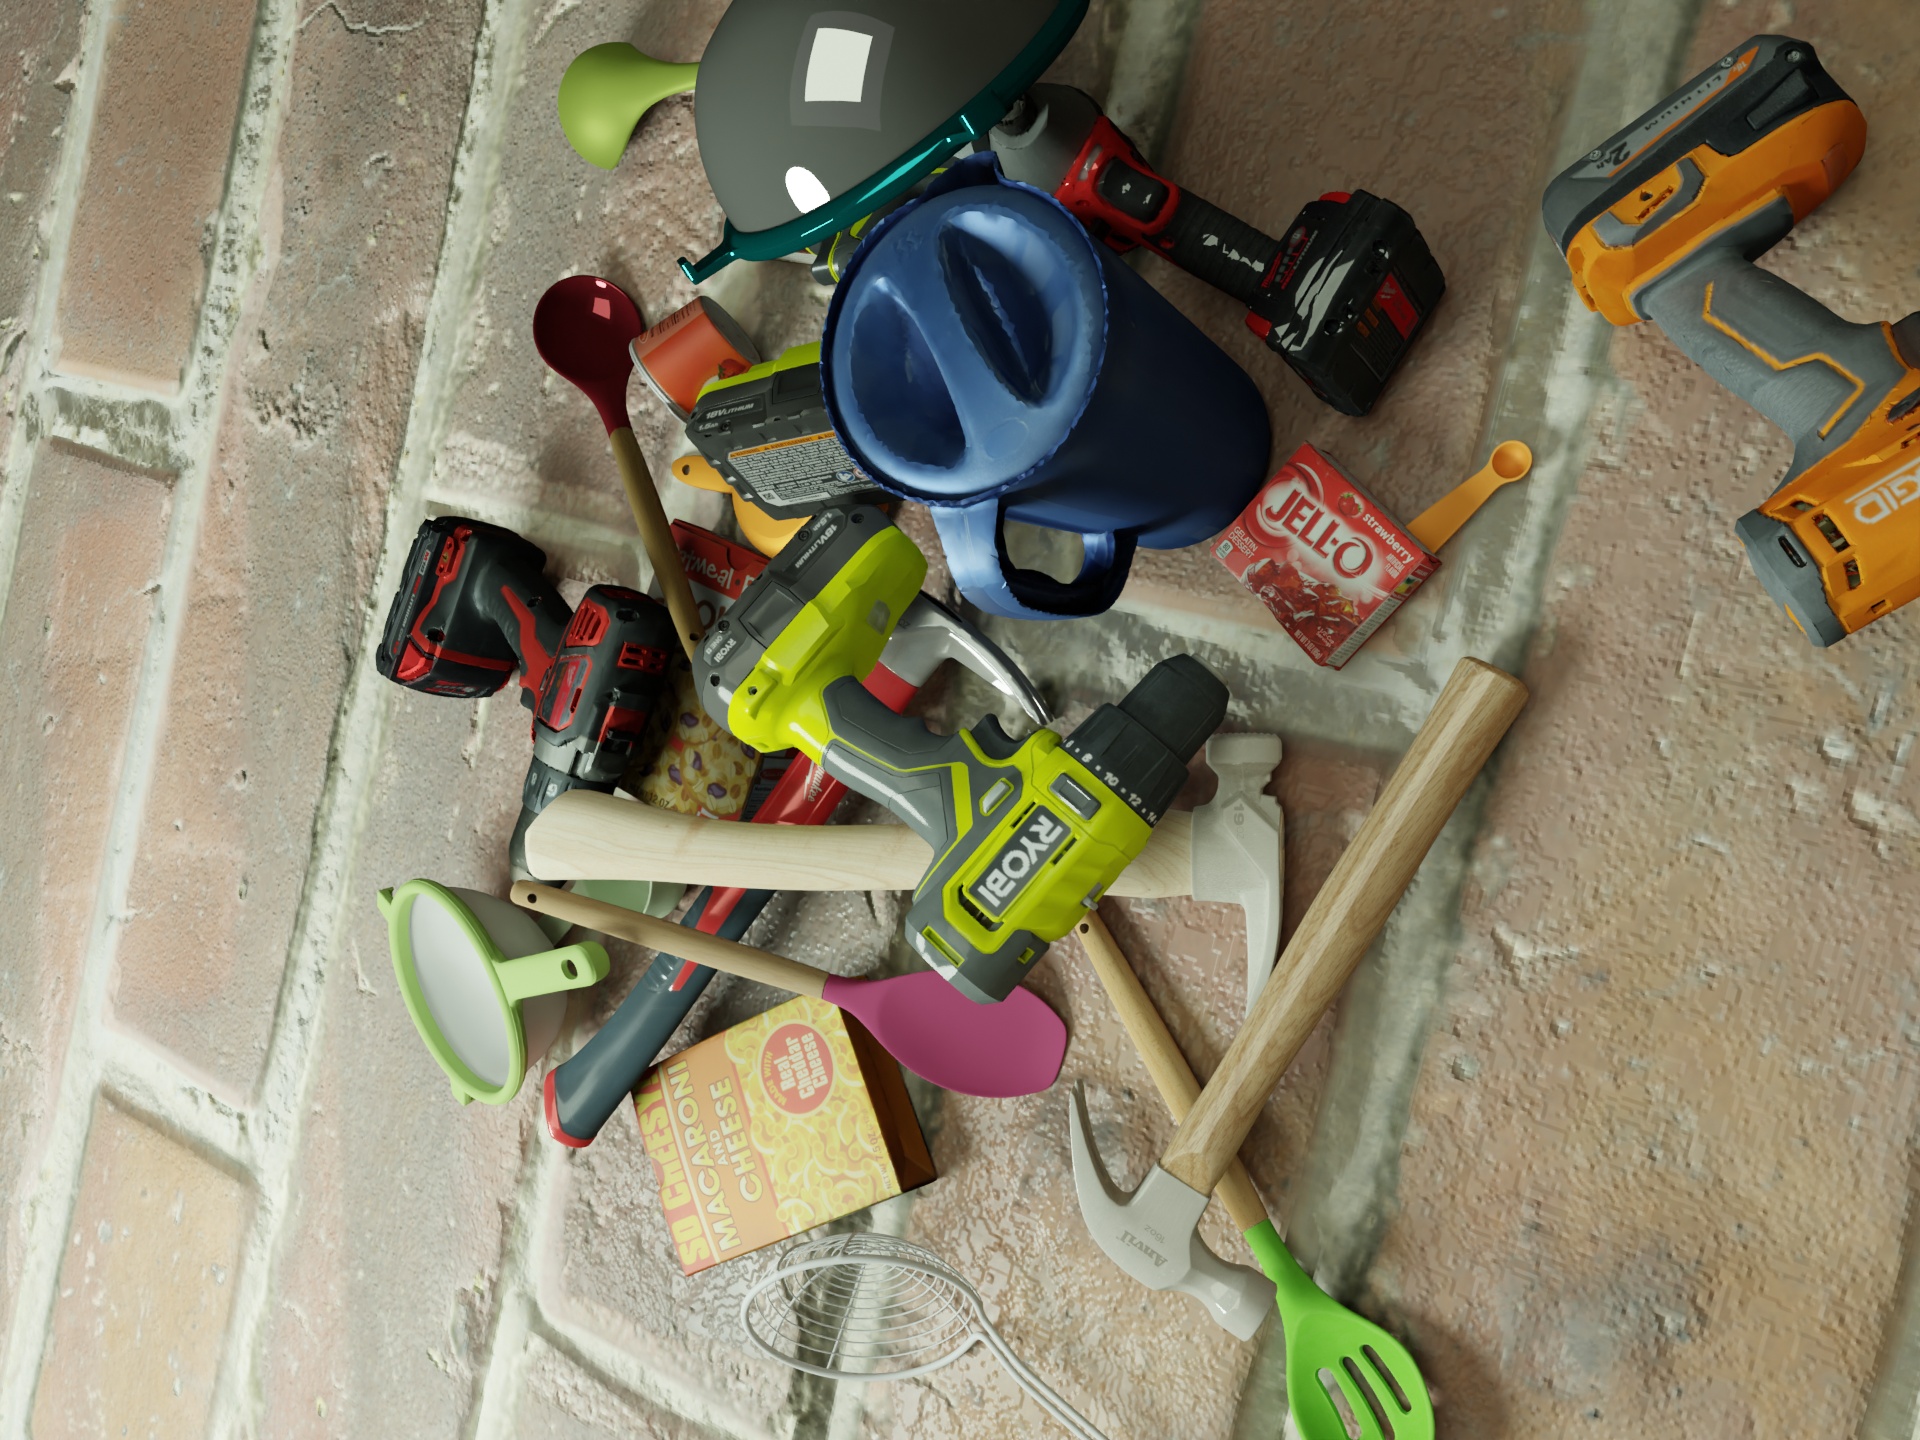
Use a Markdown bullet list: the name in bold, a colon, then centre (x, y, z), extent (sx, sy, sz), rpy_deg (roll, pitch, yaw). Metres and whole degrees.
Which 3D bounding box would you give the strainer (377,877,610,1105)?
- **strainer**: centre (-0.262, 0.150, 0.970), extent (0.256, 0.069, 0.151), rpy_deg (-18, 93, 47)

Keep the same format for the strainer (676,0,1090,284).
- **strainer**: centre (-0.032, -0.365, 0.777), extent (0.211, 0.095, 0.341), rpy_deg (-13, 41, 38)

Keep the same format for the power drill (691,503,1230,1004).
- **power drill**: centre (-0.001, -0.002, 0.778), extent (0.229, 0.080, 0.190), rpy_deg (41, 89, 21)

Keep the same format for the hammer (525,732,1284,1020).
- **hammer**: centre (-0.039, 0.081, 0.837), extent (0.410, 0.038, 0.146), rpy_deg (-1, 87, 15)

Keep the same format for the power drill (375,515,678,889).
- **power drill**: centre (-0.273, -0.016, 0.983), extent (0.227, 0.080, 0.188), rpy_deg (29, 102, 40)

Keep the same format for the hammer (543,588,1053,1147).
- **hammer**: centre (-0.109, 0.100, 0.899), extent (0.143, 0.038, 0.386), rpy_deg (38, 102, 10)

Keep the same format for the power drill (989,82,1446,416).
- **power drill**: centre (0.112, -0.238, 0.766), extent (0.220, 0.143, 0.078), rpy_deg (36, 102, 24)

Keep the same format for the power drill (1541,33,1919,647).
- **power drill**: centre (0.356, -0.162, 0.637), extent (0.164, 0.084, 0.227), rpy_deg (-34, 62, 24)

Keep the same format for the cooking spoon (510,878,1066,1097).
- **cooking spoon**: centre (-0.097, 0.138, 0.872), extent (0.319, 0.017, 0.068), rpy_deg (16, 100, 6)

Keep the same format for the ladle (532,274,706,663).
- **ladle**: centre (-0.198, -0.156, 0.963), extent (0.069, 0.031, 0.316), rpy_deg (-18, 59, -11)

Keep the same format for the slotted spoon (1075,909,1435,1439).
- **slotted spoon**: centre (0.135, 0.226, 0.790), extent (0.070, 0.031, 0.314), rpy_deg (-38, 68, 22)

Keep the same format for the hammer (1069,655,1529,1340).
- **hammer**: centre (0.163, 0.118, 0.748), extent (0.130, 0.031, 0.331), rpy_deg (31, 93, 9)

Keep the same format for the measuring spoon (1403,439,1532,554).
- **measuring spoon**: centre (0.228, -0.090, 0.767), extent (0.117, 0.011, 0.021), rpy_deg (-44, 61, 24)

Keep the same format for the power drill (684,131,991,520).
- **power drill**: centre (-0.063, -0.222, 0.830), extent (0.171, 0.080, 0.223), rpy_deg (-6, 60, 26)

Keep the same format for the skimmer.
- **skimmer**: centre (0.049, 0.381, 0.794), extent (0.363, 0.090, 0.127), rpy_deg (32, 135, 25)

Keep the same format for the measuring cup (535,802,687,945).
- **measuring cup**: centre (-0.226, 0.109, 1.007), extent (0.167, 0.038, 0.083), rpy_deg (-40, 70, 40)

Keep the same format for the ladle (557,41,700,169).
- **ladle**: centre (-0.112, -0.394, 0.969), extent (0.320, 0.062, 0.078), rpy_deg (0, 85, 23)

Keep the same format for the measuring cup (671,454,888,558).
- **measuring cup**: centre (-0.124, -0.142, 0.943), extent (0.174, 0.052, 0.095), rpy_deg (14, 100, 33)
